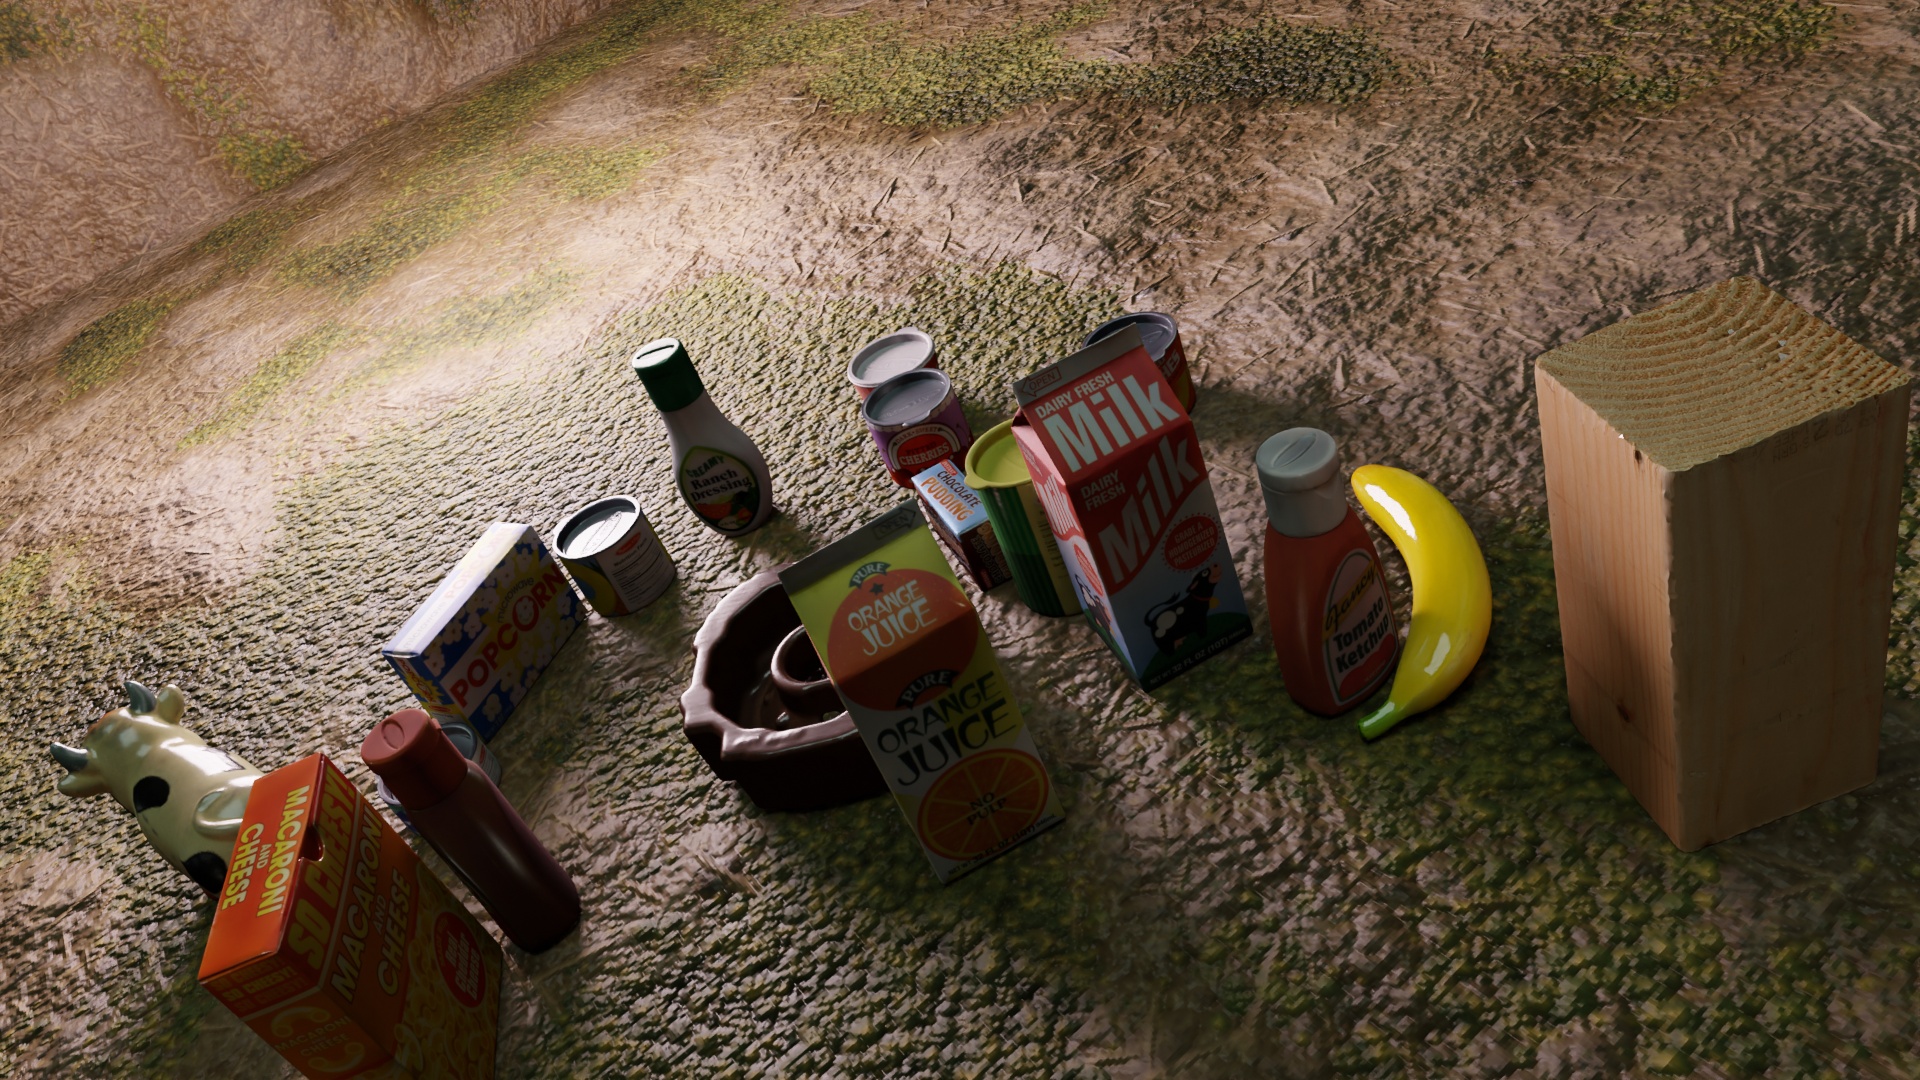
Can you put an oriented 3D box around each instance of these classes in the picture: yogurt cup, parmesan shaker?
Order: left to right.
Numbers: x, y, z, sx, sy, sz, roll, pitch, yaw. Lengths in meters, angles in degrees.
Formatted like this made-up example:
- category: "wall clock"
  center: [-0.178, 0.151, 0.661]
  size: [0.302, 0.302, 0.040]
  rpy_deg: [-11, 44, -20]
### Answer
- category: "yogurt cup"
  center: [-0.043, -0.115, 1.030]
  size: [0.072, 0.053, 0.073]
  rpy_deg: [-15, 37, 11]
- category: "parmesan shaker"
  center: [0.048, -0.012, 0.809]
  size: [0.071, 0.102, 0.072]
  rpy_deg: [-15, 37, 11]

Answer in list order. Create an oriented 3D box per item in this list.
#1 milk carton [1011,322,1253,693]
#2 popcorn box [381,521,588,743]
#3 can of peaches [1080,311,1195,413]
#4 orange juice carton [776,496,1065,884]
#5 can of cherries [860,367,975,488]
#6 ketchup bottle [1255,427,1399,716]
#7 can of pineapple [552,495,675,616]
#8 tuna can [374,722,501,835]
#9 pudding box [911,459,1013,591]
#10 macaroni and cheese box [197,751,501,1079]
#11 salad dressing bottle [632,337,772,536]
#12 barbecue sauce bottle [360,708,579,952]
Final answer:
- category: "milk carton"
  center: [0.086, -0.020, 0.724]
  size: [0.072, 0.189, 0.074]
  rpy_deg: [-28, 36, -7]
- category: "popcorn box"
  center: [-0.313, 0.060, 0.924]
  size: [0.038, 0.085, 0.127]
  rpy_deg: [0, 42, 29]
- category: "can of peaches"
  center: [0.121, -0.111, 0.933]
  size: [0.071, 0.057, 0.071]
  rpy_deg: [-15, 37, 11]
- category: "orange juice carton"
  center: [-0.020, 0.068, 0.666]
  size: [0.072, 0.191, 0.073]
  rpy_deg: [-28, 36, -7]
- category: "can of cherries"
  center: [-0.028, -0.077, 0.969]
  size: [0.071, 0.058, 0.072]
  rpy_deg: [-15, 37, 11]
- category: "ketchup bottle"
  center: [0.173, 0.014, 0.669]
  size: [0.065, 0.148, 0.043]
  rpy_deg: [-39, 39, -20]
- category: "can of pineapple"
  center: [-0.243, 0.010, 0.973]
  size: [0.071, 0.057, 0.071]
  rpy_deg: [-15, 37, 11]
- category: "tuna can"
  center: [-0.325, 0.148, 0.862]
  size: [0.071, 0.032, 0.071]
  rpy_deg: [-15, 37, 11]
- category: "pudding box"
  center: [0.003, -0.011, 0.876]
  size: [0.030, 0.049, 0.084]
  rpy_deg: [-29, 36, -8]
- category: "macaroni and cheese box"
  center: [-0.279, 0.200, 0.659]
  size: [0.040, 0.165, 0.124]
  rpy_deg: [-23, 36, 0]
- category: "salad dressing bottle"
  center: [-0.180, -0.071, 0.967]
  size: [0.064, 0.147, 0.044]
  rpy_deg: [-17, 36, 9]
- category: "barbecue sauce bottle"
  center: [-0.255, 0.150, 0.725]
  size: [0.044, 0.148, 0.065]
  rpy_deg: [-36, 38, -17]
